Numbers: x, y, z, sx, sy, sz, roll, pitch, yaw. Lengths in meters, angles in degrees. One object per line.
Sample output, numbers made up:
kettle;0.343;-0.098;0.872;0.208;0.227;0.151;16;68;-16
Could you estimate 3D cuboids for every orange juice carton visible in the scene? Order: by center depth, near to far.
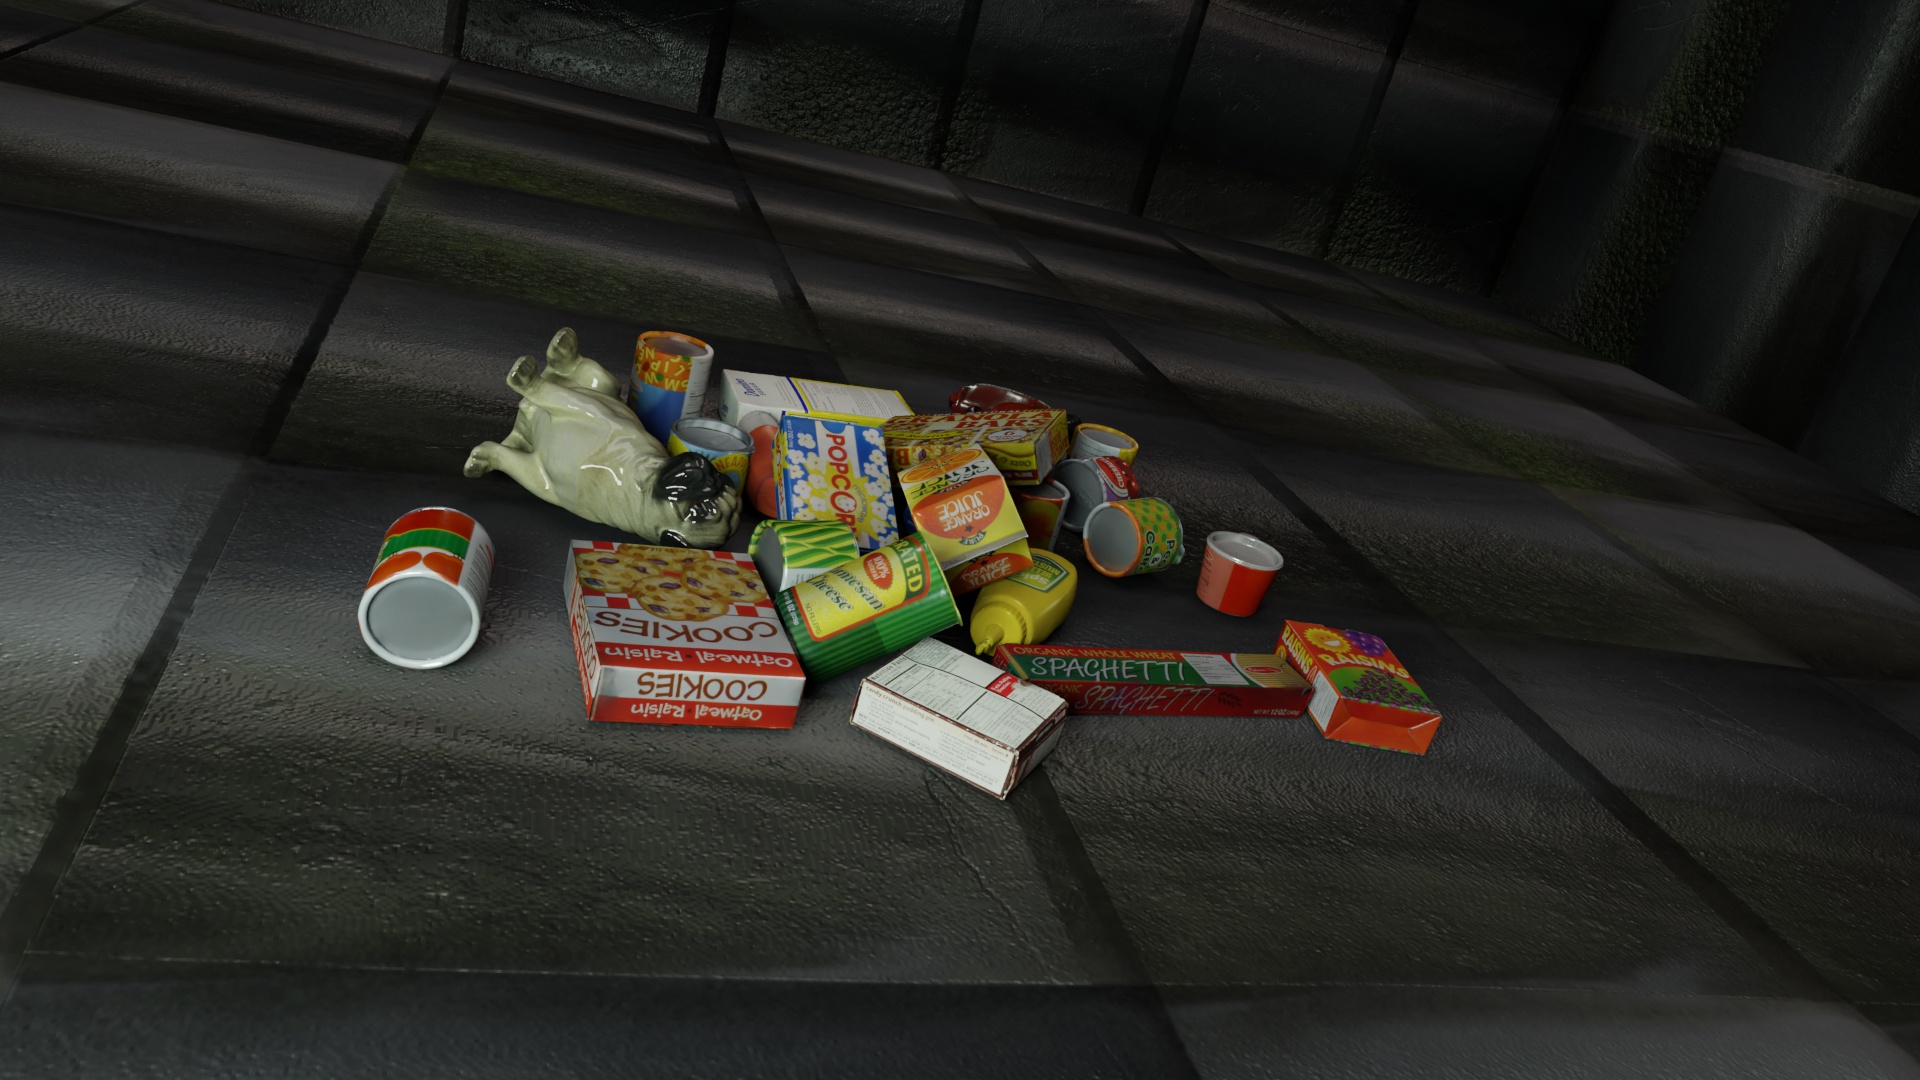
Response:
orange juice carton;0.004;-0.013;1.043;0.072;0.073;0.193;-21;15;-1

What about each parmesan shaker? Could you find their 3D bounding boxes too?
parmesan shaker;-0.059;0.045;0.893;0.103;0.071;0.071;-24;32;-7

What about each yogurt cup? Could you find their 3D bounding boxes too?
yogurt cup;0.238;0.030;1.202;0.072;0.053;0.073;14;22;-6

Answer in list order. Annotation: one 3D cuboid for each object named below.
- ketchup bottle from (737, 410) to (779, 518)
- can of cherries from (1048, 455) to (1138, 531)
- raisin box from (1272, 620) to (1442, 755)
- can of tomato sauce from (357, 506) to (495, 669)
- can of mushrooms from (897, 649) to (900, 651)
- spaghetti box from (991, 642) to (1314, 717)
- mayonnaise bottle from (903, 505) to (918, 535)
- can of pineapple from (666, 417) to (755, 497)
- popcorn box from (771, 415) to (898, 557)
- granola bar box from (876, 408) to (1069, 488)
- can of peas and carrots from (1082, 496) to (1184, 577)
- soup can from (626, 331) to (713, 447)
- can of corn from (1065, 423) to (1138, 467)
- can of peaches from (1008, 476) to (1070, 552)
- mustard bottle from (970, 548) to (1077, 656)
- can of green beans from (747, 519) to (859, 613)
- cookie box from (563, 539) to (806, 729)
ketchup bottle;-0.158;-0.067;1.173;0.065;0.043;0.149;6;24;-23
can of cherries;0.123;-0.046;1.279;0.071;0.071;0.058;32;26;34
raisin box;0.304;0.111;1.077;0.086;0.040;0.124;10;22;-12
can of tomato sauce;-0.314;0.028;0.817;0.071;0.071;0.083;9;24;-17
can of mushrooms;-0.048;0.041;0.967;0.033;0.070;0.071;15;22;0
spaghetti box;0.140;0.102;1.001;0.250;0.028;0.050;4;25;-27
mayonnaise bottle;-0.006;-0.038;1.213;0.065;0.041;0.149;13;22;17
can of pineapple;-0.201;-0.058;1.104;0.071;0.057;0.071;14;23;-6
popcorn box;-0.098;-0.033;1.077;0.085;0.038;0.127;6;52;-22
granola bar box;0.001;-0.081;1.204;0.165;0.039;0.125;-1;18;17
can of peas and carrots;0.150;-0.001;1.201;0.059;0.070;0.071;-7;32;-43
soup can;-0.257;-0.133;1.206;0.071;0.083;0.071;13;22;-6
can of corn;0.138;-0.078;1.381;0.071;0.058;0.071;14;23;-6
can of peaches;0.054;-0.024;1.197;0.071;0.057;0.071;14;22;-6
mustard bottle;0.041;0.051;1.026;0.065;0.048;0.161;18;22;12
can of green beans;-0.111;0.018;0.976;0.058;0.071;0.071;1;27;-32
cookie box;-0.178;0.057;0.874;0.123;0.040;0.168;6;24;-24
